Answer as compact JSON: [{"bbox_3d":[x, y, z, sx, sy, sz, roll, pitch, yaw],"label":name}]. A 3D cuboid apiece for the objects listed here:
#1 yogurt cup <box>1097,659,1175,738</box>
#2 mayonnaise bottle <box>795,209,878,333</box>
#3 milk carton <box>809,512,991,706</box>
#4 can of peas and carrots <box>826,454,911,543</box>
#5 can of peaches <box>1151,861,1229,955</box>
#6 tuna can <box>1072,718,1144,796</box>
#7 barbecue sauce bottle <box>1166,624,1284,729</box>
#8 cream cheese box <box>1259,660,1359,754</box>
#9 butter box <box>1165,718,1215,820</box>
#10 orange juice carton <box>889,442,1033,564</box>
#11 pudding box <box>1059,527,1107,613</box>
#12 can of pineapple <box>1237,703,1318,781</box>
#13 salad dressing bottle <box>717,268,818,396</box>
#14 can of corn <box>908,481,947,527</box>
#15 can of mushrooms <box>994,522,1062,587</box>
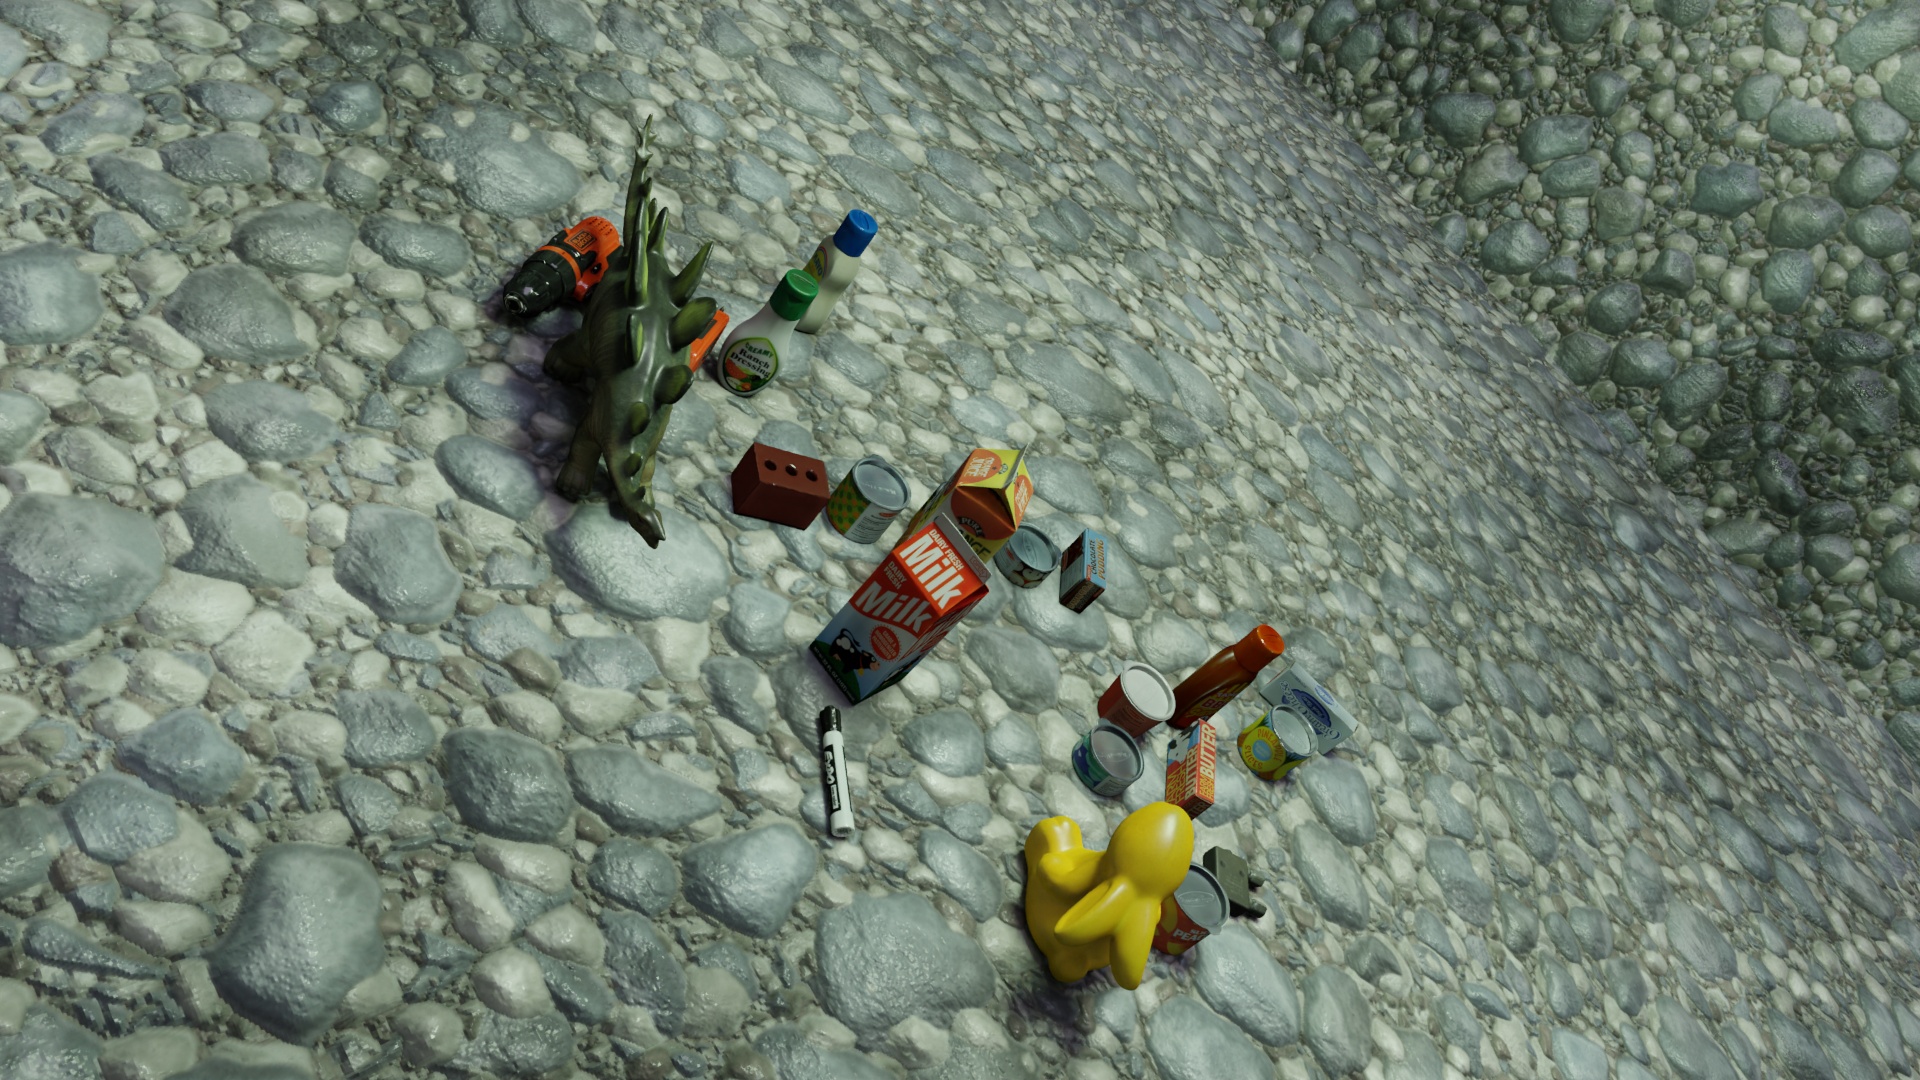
[{"bbox_3d":[0.177,0.167,1.417,0.072,0.053,0.073,24,40,-22],"label":"yogurt cup"},{"bbox_3d":[-0.142,-0.297,1.520,0.041,0.147,0.065,9,48,-36],"label":"mayonnaise bottle"},{"bbox_3d":[-0.045,0.058,1.217,0.072,0.189,0.074,51,38,12],"label":"milk carton"},{"bbox_3d":[-0.092,-0.041,1.383,0.071,0.058,0.071,24,40,-22],"label":"can of peas and carrots"},{"bbox_3d":[0.202,0.338,1.265,0.071,0.057,0.071,24,40,-22],"label":"can of peaches"},{"bbox_3d":[0.143,0.212,1.359,0.071,0.032,0.071,24,40,-22],"label":"tuna can"},{"bbox_3d":[0.275,0.142,1.450,0.065,0.147,0.044,4,51,-40],"label":"barbecue sauce bottle"},{"bbox_3d":[0.399,0.192,1.589,0.104,0.053,0.024,45,37,4],"label":"cream cheese box"},{"bbox_3d":[0.232,0.234,1.399,0.024,0.053,0.104,31,38,-14],"label":"butter box"},{"bbox_3d":[0.005,-0.017,1.333,0.073,0.191,0.072,36,37,-7],"label":"orange juice carton"},{"bbox_3d":[0.135,0.032,1.518,0.030,0.049,0.084,28,39,-17],"label":"pudding box"},{"bbox_3d":[0.343,0.220,1.507,0.071,0.057,0.071,24,40,-22],"label":"can of pineapple"},{"bbox_3d":[-0.192,-0.208,1.387,0.064,0.147,0.044,29,39,-17],"label":"salad dressing bottle"},{"bbox_3d":[-0.013,-0.018,1.430,0.071,0.058,0.071,24,40,-22],"label":"can of corn"},{"bbox_3d":[0.072,0.016,1.491,0.071,0.033,0.071,24,40,-22],"label":"can of mushrooms"}]
